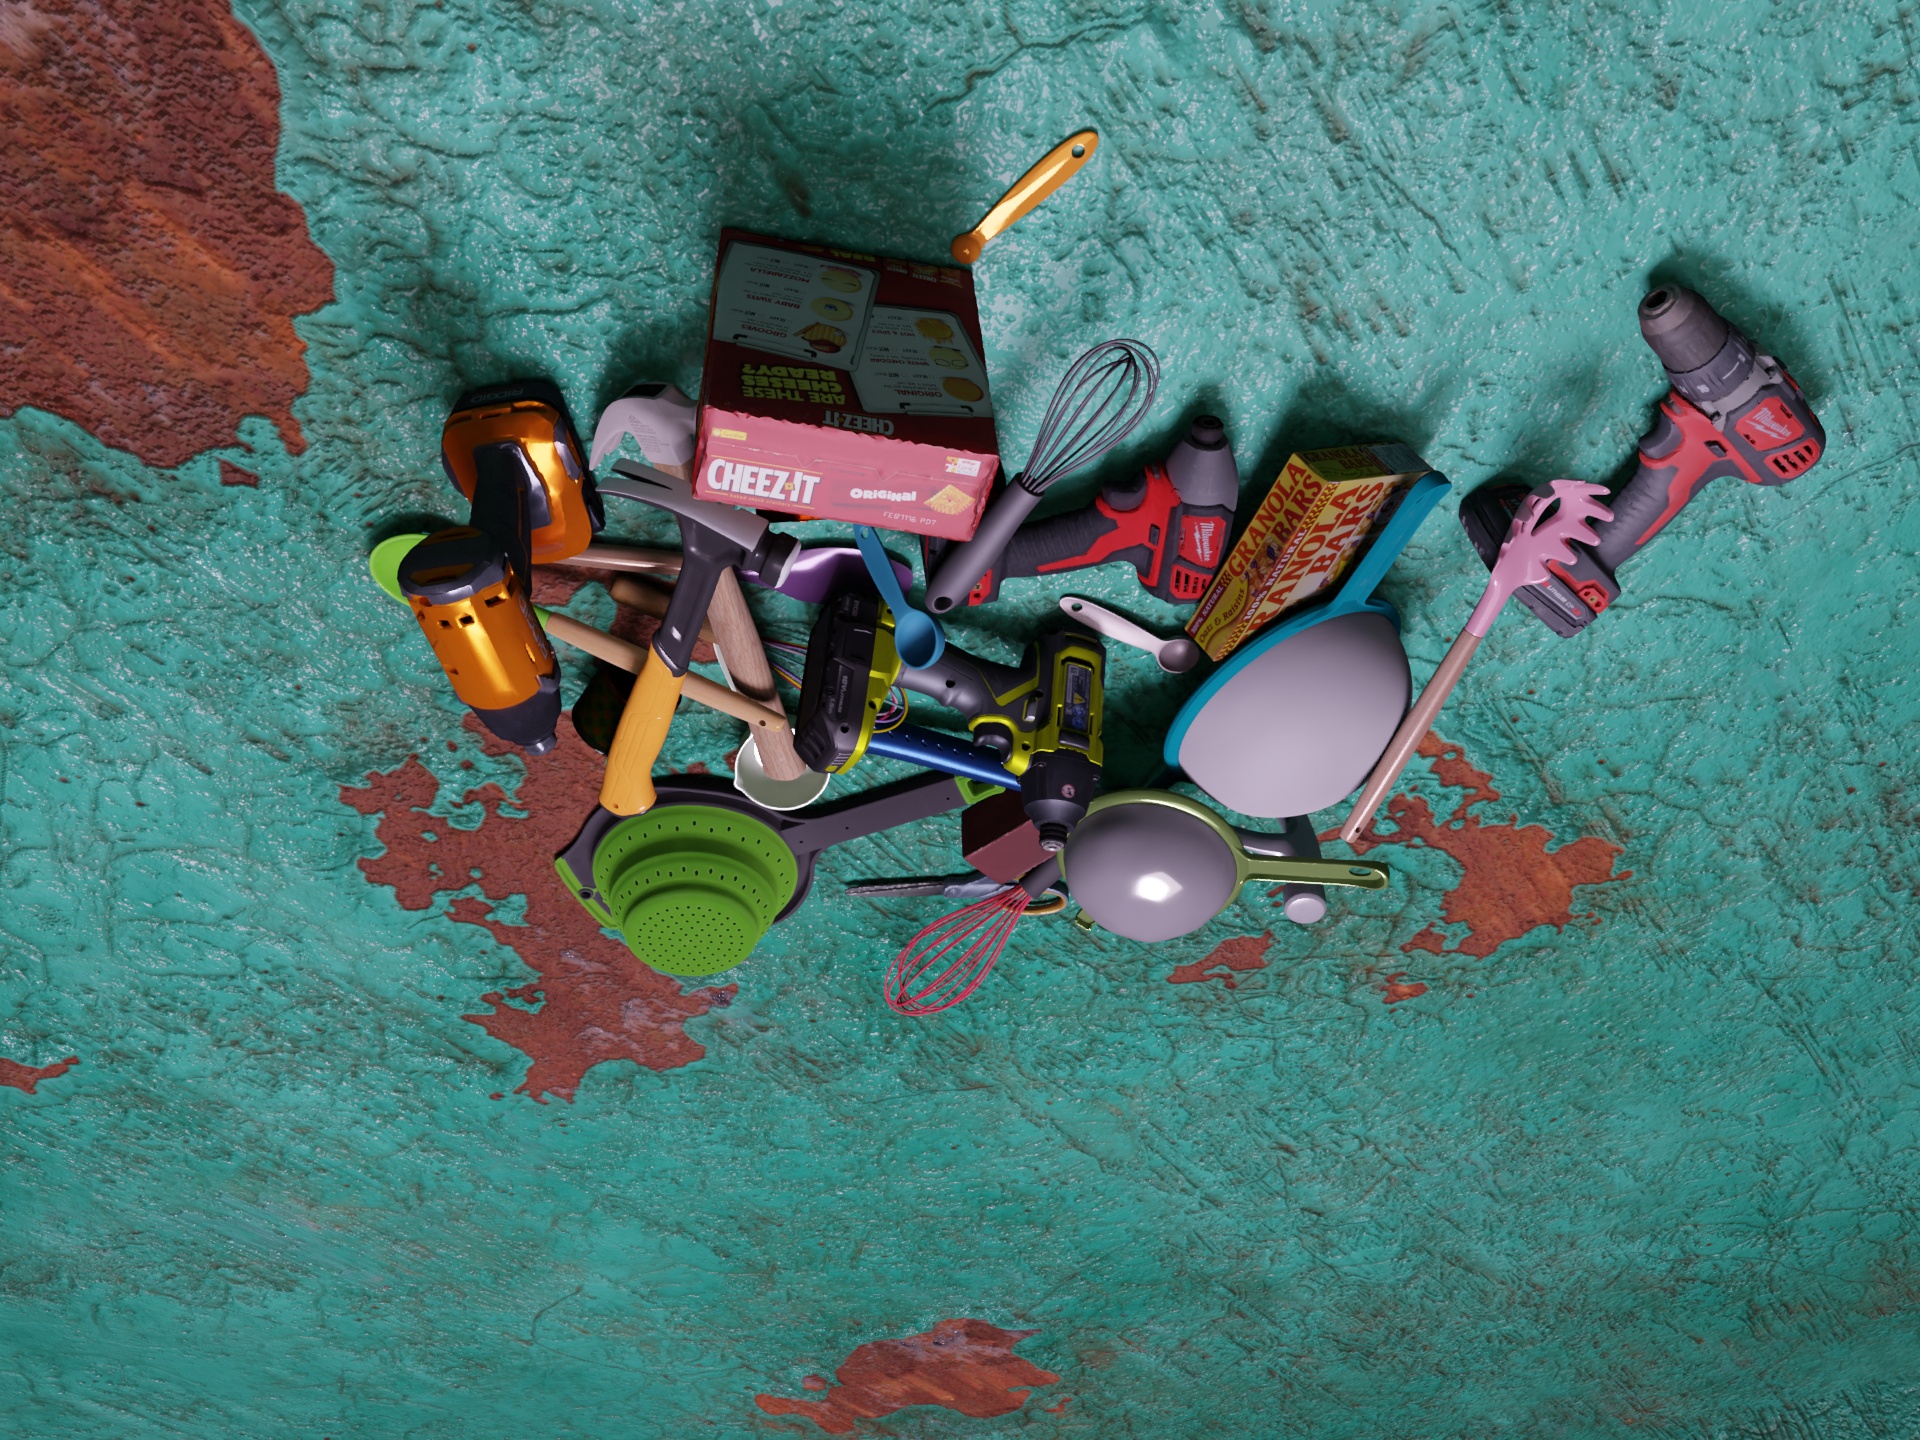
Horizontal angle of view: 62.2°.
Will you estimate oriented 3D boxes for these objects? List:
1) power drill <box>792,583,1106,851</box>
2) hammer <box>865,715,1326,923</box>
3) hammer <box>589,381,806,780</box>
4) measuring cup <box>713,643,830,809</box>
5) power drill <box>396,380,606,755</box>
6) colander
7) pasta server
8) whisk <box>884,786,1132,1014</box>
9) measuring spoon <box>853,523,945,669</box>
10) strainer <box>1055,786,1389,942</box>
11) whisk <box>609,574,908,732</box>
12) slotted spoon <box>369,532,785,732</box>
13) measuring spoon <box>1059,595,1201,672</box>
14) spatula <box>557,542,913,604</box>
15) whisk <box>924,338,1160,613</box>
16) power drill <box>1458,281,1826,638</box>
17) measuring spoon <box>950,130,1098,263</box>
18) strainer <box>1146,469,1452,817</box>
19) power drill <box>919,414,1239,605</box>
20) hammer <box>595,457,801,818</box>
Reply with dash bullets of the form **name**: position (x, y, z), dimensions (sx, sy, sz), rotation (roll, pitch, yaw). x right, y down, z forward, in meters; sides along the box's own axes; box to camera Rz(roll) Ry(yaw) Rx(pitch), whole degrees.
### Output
- **power drill**: position (-0.002, -0.004, 1.169), dimensions (0.223, 0.171, 0.080), rotation (14, 154, -16)
- **hammer**: position (0.102, 0.056, 1.293), dimensions (0.405, 0.144, 0.035), rotation (16, 129, -7)
- **hammer**: position (-0.169, -0.087, 1.116), dimensions (0.130, 0.031, 0.331), rotation (14, 136, 31)
- **measuring cup**: position (-0.157, -0.007, 1.257), dimensions (0.083, 0.038, 0.167), rotation (-19, 115, 6)
- **power drill**: position (-0.286, -0.095, 1.021), dimensions (0.084, 0.227, 0.164), rotation (-9, 134, 4)
- **colander**: position (-0.150, 0.127, 1.336), dimensions (0.397, 0.095, 0.204), rotation (-17, 133, 11)
- **pasta server**: position (0.352, -0.036, 1.123), dimensions (0.060, 0.040, 0.316), rotation (14, 118, -22)
- **whisk**: position (0.044, 0.159, 1.384), dimensions (0.296, 0.073, 0.073), rotation (-43, 124, 13)
- **measuring spoon**: position (-0.043, -0.094, 1.129), dimensions (0.021, 0.129, 0.042), rotation (-5, 151, -46)
- **strainer**: position (0.194, 0.129, 1.213), dimensions (0.256, 0.069, 0.151), rotation (2, 130, 16)
- **whisk**: position (-0.148, -0.050, 1.199), dimensions (0.244, 0.051, 0.047), rotation (23, 102, -18)
- **slotted spoon**: position (-0.271, -0.059, 1.140), dimensions (0.313, 0.031, 0.070), rotation (24, 130, -2)
- **measuring spoon**: position (0.131, -0.072, 1.230), dimensions (0.124, 0.018, 0.034), rotation (24, 128, -16)
- **spatula**: position (-0.191, -0.114, 1.156), dimensions (0.316, 0.018, 0.059), rotation (5, 138, -11)
- **whisk**: position (0.046, -0.150, 1.023), dimensions (0.055, 0.055, 0.239), rotation (23, 129, -24)
- **power drill**: position (0.464, -0.182, 1.110), dimensions (0.187, 0.080, 0.226), rotation (33, 120, -30)
- **measuring spoon**: position (0.039, -0.321, 0.982), dimensions (0.117, 0.011, 0.021), rotation (-35, 127, 26)
- **strainer**: position (0.284, -0.030, 1.157), dimensions (0.211, 0.095, 0.340), rotation (-13, 148, -29)
- **power drill**: position (0.085, -0.148, 1.111), dimensions (0.219, 0.079, 0.143), rotation (-2, 134, -7)
- **hammer**: position (-0.212, -0.036, 1.095), dimensions (0.127, 0.034, 0.336), rotation (26, 139, -4)
